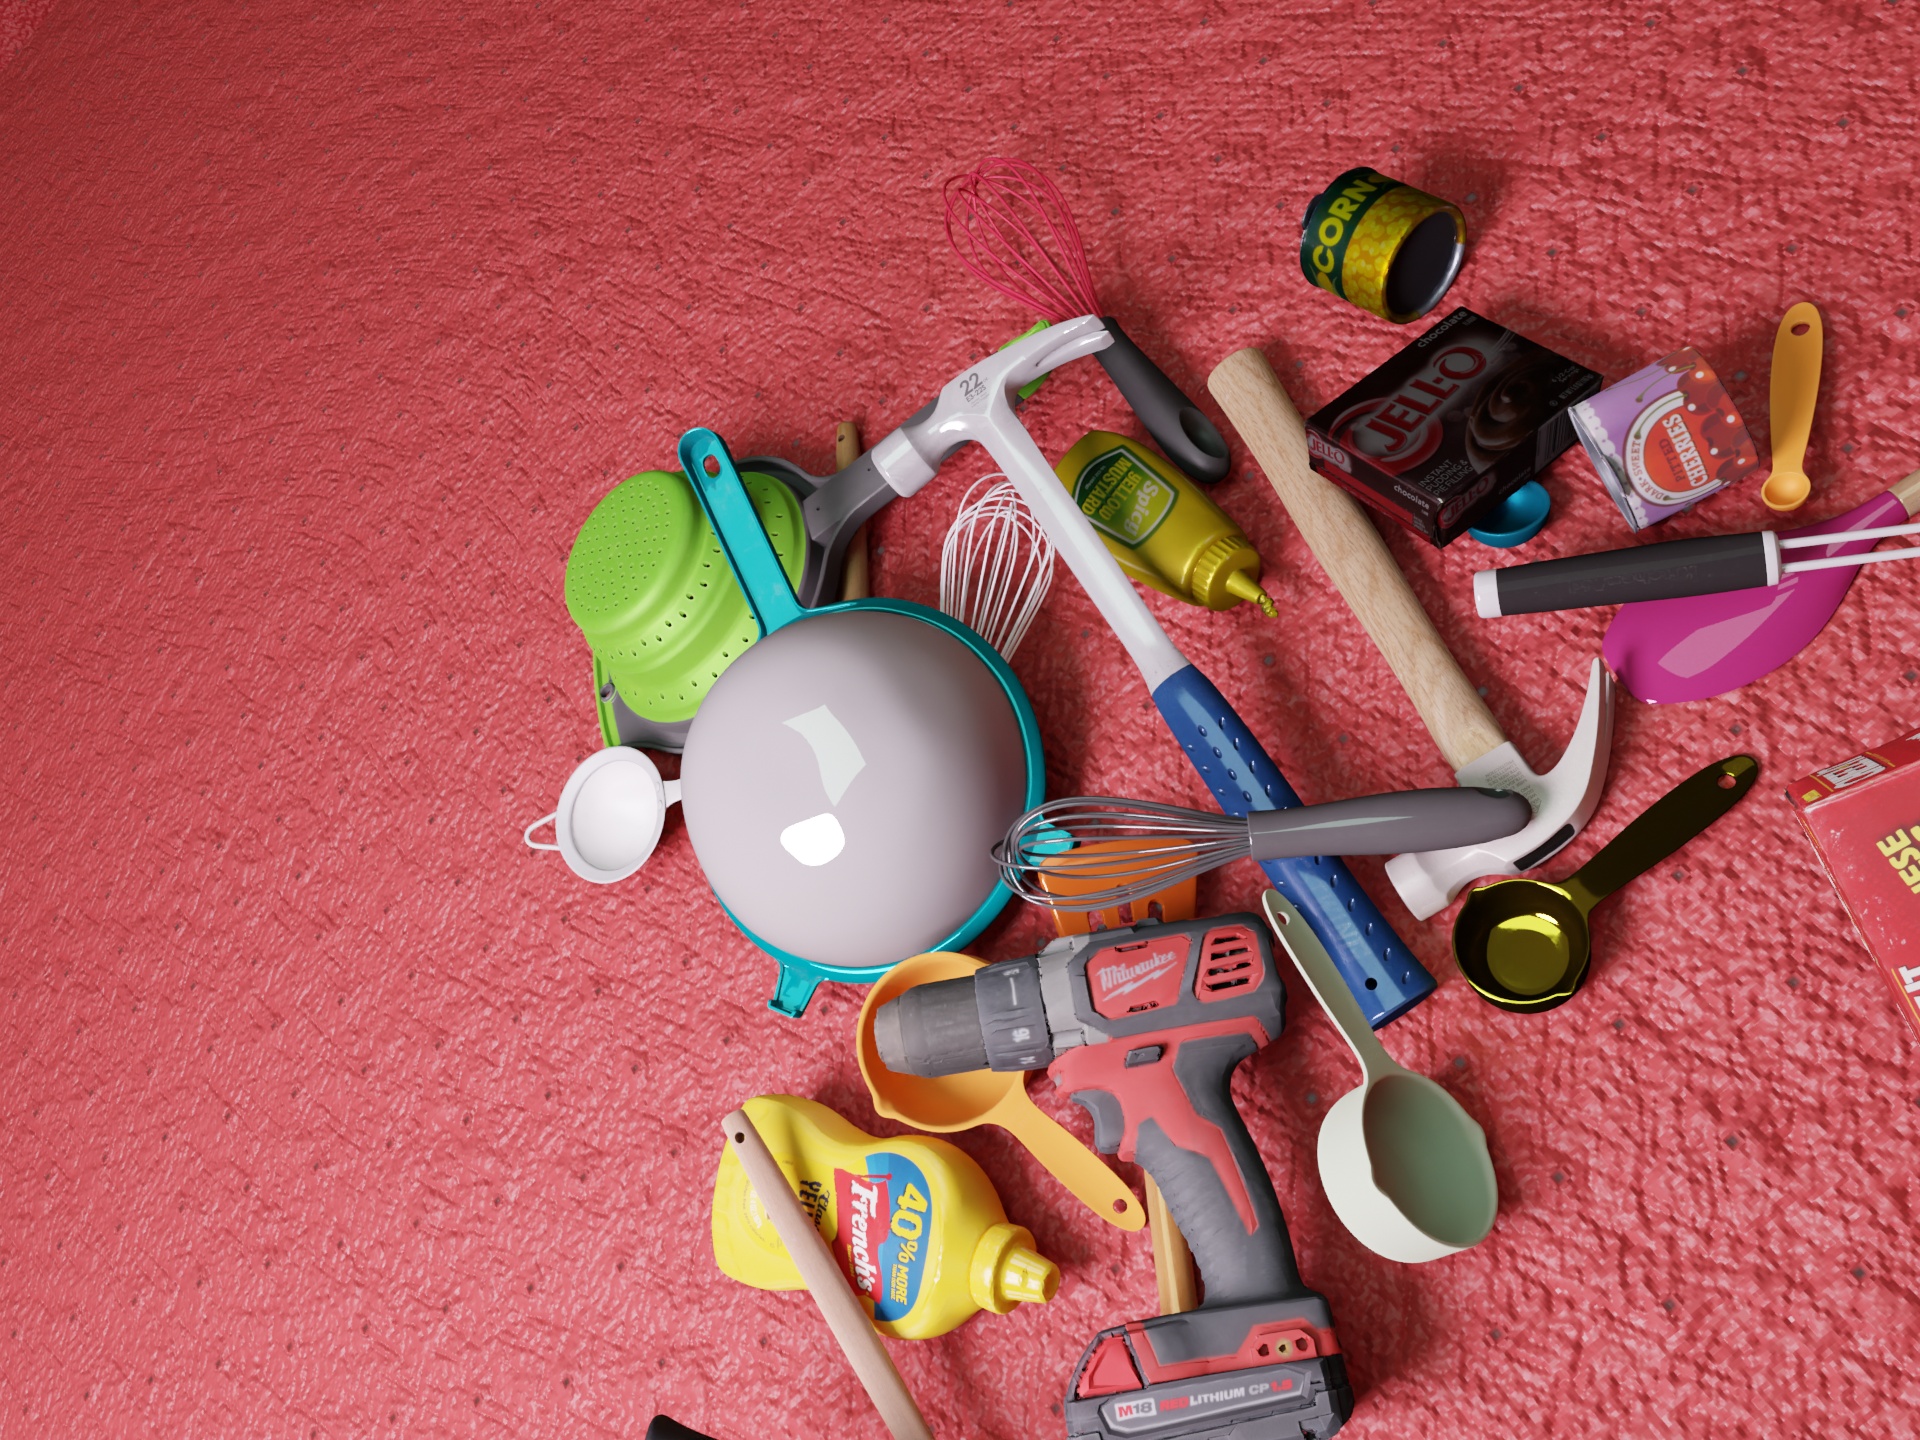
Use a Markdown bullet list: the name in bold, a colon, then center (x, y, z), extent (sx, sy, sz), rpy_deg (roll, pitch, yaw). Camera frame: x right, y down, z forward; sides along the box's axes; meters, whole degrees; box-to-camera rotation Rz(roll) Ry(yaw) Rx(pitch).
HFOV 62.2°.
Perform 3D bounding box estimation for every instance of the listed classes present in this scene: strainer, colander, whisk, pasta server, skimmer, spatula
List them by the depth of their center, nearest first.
- **skimmer**: center (0.387, -0.073, 0.625), extent (0.363, 0.090, 0.127), rpy_deg (-6, 94, 25)
- **whisk**: center (0.131, 0.052, 0.710), extent (0.239, 0.055, 0.055), rpy_deg (-6, 65, 10)
- **pasta server**: center (-0.031, 0.317, 0.736), extent (0.060, 0.040, 0.316), rpy_deg (-34, 70, -1)
- **spatula**: center (0.093, 0.214, 0.739), extent (0.081, 0.041, 0.323), rpy_deg (-8, 66, 5)
- **strainer**: center (-0.095, -0.024, 0.848), extent (0.211, 0.095, 0.340), rpy_deg (-30, 74, 15)
- **whisk**: center (-0.001, -0.003, 0.890), extent (0.070, 0.070, 0.285), rpy_deg (8, 80, 35)
- **whisk**: center (0.073, -0.241, 0.940), extent (0.073, 0.073, 0.296), rpy_deg (-40, 59, 12)
- **strainer**: center (-0.158, 0.039, 0.965), extent (0.258, 0.050, 0.087), rpy_deg (-21, 69, 30)
- **colander**: center (-0.117, -0.131, 0.967), extent (0.397, 0.094, 0.205), rpy_deg (-34, 51, 23)

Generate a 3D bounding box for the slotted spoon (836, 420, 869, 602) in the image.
- **slotted spoon**: center (-0.066, -0.053, 0.968), extent (0.070, 0.031, 0.314), rpy_deg (-20, 59, 28)

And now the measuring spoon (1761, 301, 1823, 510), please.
- **measuring spoon**: center (0.380, -0.143, 0.723), extent (0.021, 0.011, 0.117), rpy_deg (-2, 60, 37)

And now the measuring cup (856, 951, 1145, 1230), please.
- **measuring cup**: center (0.027, 0.188, 0.796), extent (0.174, 0.052, 0.095), rpy_deg (41, 92, 14)

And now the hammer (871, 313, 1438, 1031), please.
- **hammer**: center (0.104, -0.032, 0.791), extent (0.144, 0.035, 0.406), rpy_deg (-38, 66, 13)

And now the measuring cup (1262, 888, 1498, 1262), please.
- **measuring cup**: center (0.166, 0.152, 0.686), extent (0.038, 0.083, 0.168), rpy_deg (-48, 61, 41)

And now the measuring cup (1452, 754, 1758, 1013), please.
- **measuring cup**: center (0.285, 0.070, 0.694), extent (0.156, 0.029, 0.062), rpy_deg (-38, 54, 0)

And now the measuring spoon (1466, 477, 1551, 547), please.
- **measuring spoon**: center (0.245, -0.120, 0.804), extent (0.042, 0.021, 0.129), rpy_deg (-33, 44, -8)

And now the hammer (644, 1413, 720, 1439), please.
- **hammer**: center (0.005, 0.347, 0.653), extent (0.335, 0.146, 0.035), rpy_deg (5, 70, 27)

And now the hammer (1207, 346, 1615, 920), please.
- **hammer**: center (0.207, -0.070, 0.795), extent (0.130, 0.031, 0.332), rpy_deg (-34, 55, 17)

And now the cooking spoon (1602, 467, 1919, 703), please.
- **cooking spoon**: center (0.424, -0.108, 0.678), extent (0.319, 0.017, 0.069), rpy_deg (-35, 54, 16)

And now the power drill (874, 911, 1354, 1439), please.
- **power drill**: center (0.065, 0.203, 0.698), extent (0.188, 0.080, 0.227), rpy_deg (-11, 67, 4)
